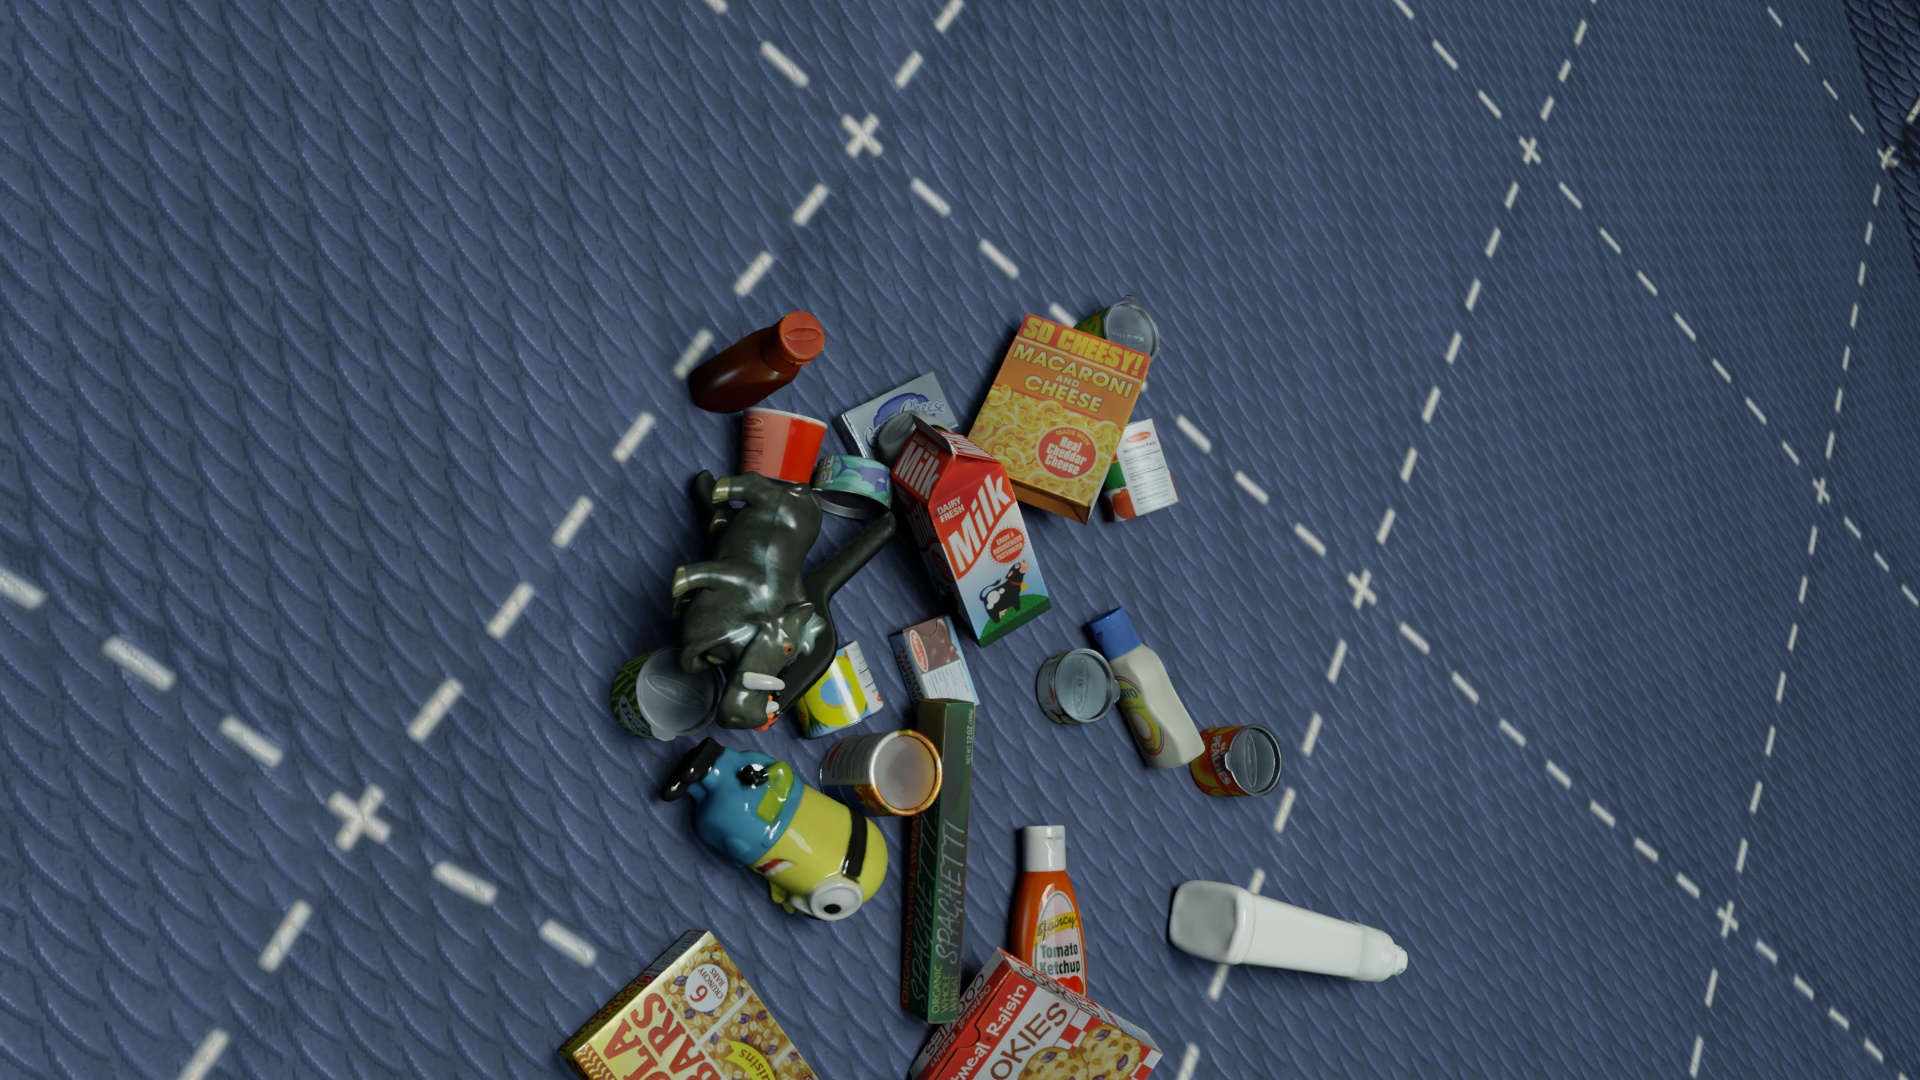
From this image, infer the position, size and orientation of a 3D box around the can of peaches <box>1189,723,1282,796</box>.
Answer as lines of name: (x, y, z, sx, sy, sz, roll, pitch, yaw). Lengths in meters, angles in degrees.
can of peaches: (0.255, 0.206, 1.296, 0.071, 0.058, 0.071, 7, 77, -31)

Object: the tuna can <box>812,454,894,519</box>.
tuna can: (-0.090, -0.044, 1.129, 0.071, 0.071, 0.033, 19, 69, -28)

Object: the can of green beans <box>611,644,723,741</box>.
can of green beans: (-0.216, 0.112, 1.020, 0.071, 0.057, 0.071, 8, 76, -31)

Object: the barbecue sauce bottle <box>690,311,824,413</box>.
barbecue sauce bottle: (-0.152, -0.135, 1.061, 0.065, 0.148, 0.043, -9, 85, -33)

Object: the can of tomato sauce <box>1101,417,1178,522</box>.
can of tomato sauce: (0.159, -0.065, 1.293, 0.071, 0.071, 0.083, -18, 90, -34)

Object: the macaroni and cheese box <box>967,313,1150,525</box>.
macaroni and cheese box: (0.084, -0.110, 1.237, 0.124, 0.040, 0.167, 21, 64, 8)

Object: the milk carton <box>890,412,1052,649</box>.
milk carton: (0.004, -0.014, 1.125, 0.073, 0.072, 0.189, -30, 123, -15)

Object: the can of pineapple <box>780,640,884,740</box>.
can of pineapple: (-0.102, 0.117, 1.086, 0.071, 0.071, 0.058, -23, 92, -34)

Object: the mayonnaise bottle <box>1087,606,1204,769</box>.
mayonnaise bottle: (0.164, 0.133, 1.254, 0.041, 0.064, 0.148, -28, 91, -30)

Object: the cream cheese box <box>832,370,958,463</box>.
cream cheese box: (-0.054, -0.101, 1.189, 0.104, 0.024, 0.053, -30, 96, -33)

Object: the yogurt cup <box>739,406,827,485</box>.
yogurt cup: (-0.144, -0.073, 1.103, 0.072, 0.072, 0.054, 12, 86, -30)

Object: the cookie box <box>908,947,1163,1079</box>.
cookie box: (0.061, 0.417, 1.109, 0.167, 0.040, 0.123, 35, 90, -21)

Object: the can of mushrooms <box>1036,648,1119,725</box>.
can of mushrooms: (0.104, 0.131, 1.232, 0.071, 0.033, 0.071, 8, 75, -31)

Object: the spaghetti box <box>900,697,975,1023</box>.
spaghetti box: (-0.018, 0.251, 1.100, 0.029, 0.050, 0.250, 6, 84, -29)

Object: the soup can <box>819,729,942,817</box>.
soup can: (-0.060, 0.184, 1.087, 0.071, 0.083, 0.071, 8, 76, -31)

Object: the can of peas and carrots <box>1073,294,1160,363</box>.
can of peas and carrots: (0.144, -0.190, 1.313, 0.071, 0.058, 0.071, 8, 75, -31)

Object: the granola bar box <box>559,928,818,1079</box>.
granola bar box: (-0.185, 0.382, 0.991, 0.125, 0.039, 0.165, -39, 101, -33)

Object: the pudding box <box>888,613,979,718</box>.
pudding box: (-0.021, 0.108, 1.160, 0.050, 0.030, 0.083, -19, 90, -32)

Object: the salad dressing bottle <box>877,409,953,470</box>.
salad dressing bottle: (-0.009, -0.046, 1.177, 0.147, 0.044, 0.064, 48, 67, -32)

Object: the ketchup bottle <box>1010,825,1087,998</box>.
ketchup bottle: (0.072, 0.315, 1.166, 0.065, 0.043, 0.149, 5, 76, -29)
